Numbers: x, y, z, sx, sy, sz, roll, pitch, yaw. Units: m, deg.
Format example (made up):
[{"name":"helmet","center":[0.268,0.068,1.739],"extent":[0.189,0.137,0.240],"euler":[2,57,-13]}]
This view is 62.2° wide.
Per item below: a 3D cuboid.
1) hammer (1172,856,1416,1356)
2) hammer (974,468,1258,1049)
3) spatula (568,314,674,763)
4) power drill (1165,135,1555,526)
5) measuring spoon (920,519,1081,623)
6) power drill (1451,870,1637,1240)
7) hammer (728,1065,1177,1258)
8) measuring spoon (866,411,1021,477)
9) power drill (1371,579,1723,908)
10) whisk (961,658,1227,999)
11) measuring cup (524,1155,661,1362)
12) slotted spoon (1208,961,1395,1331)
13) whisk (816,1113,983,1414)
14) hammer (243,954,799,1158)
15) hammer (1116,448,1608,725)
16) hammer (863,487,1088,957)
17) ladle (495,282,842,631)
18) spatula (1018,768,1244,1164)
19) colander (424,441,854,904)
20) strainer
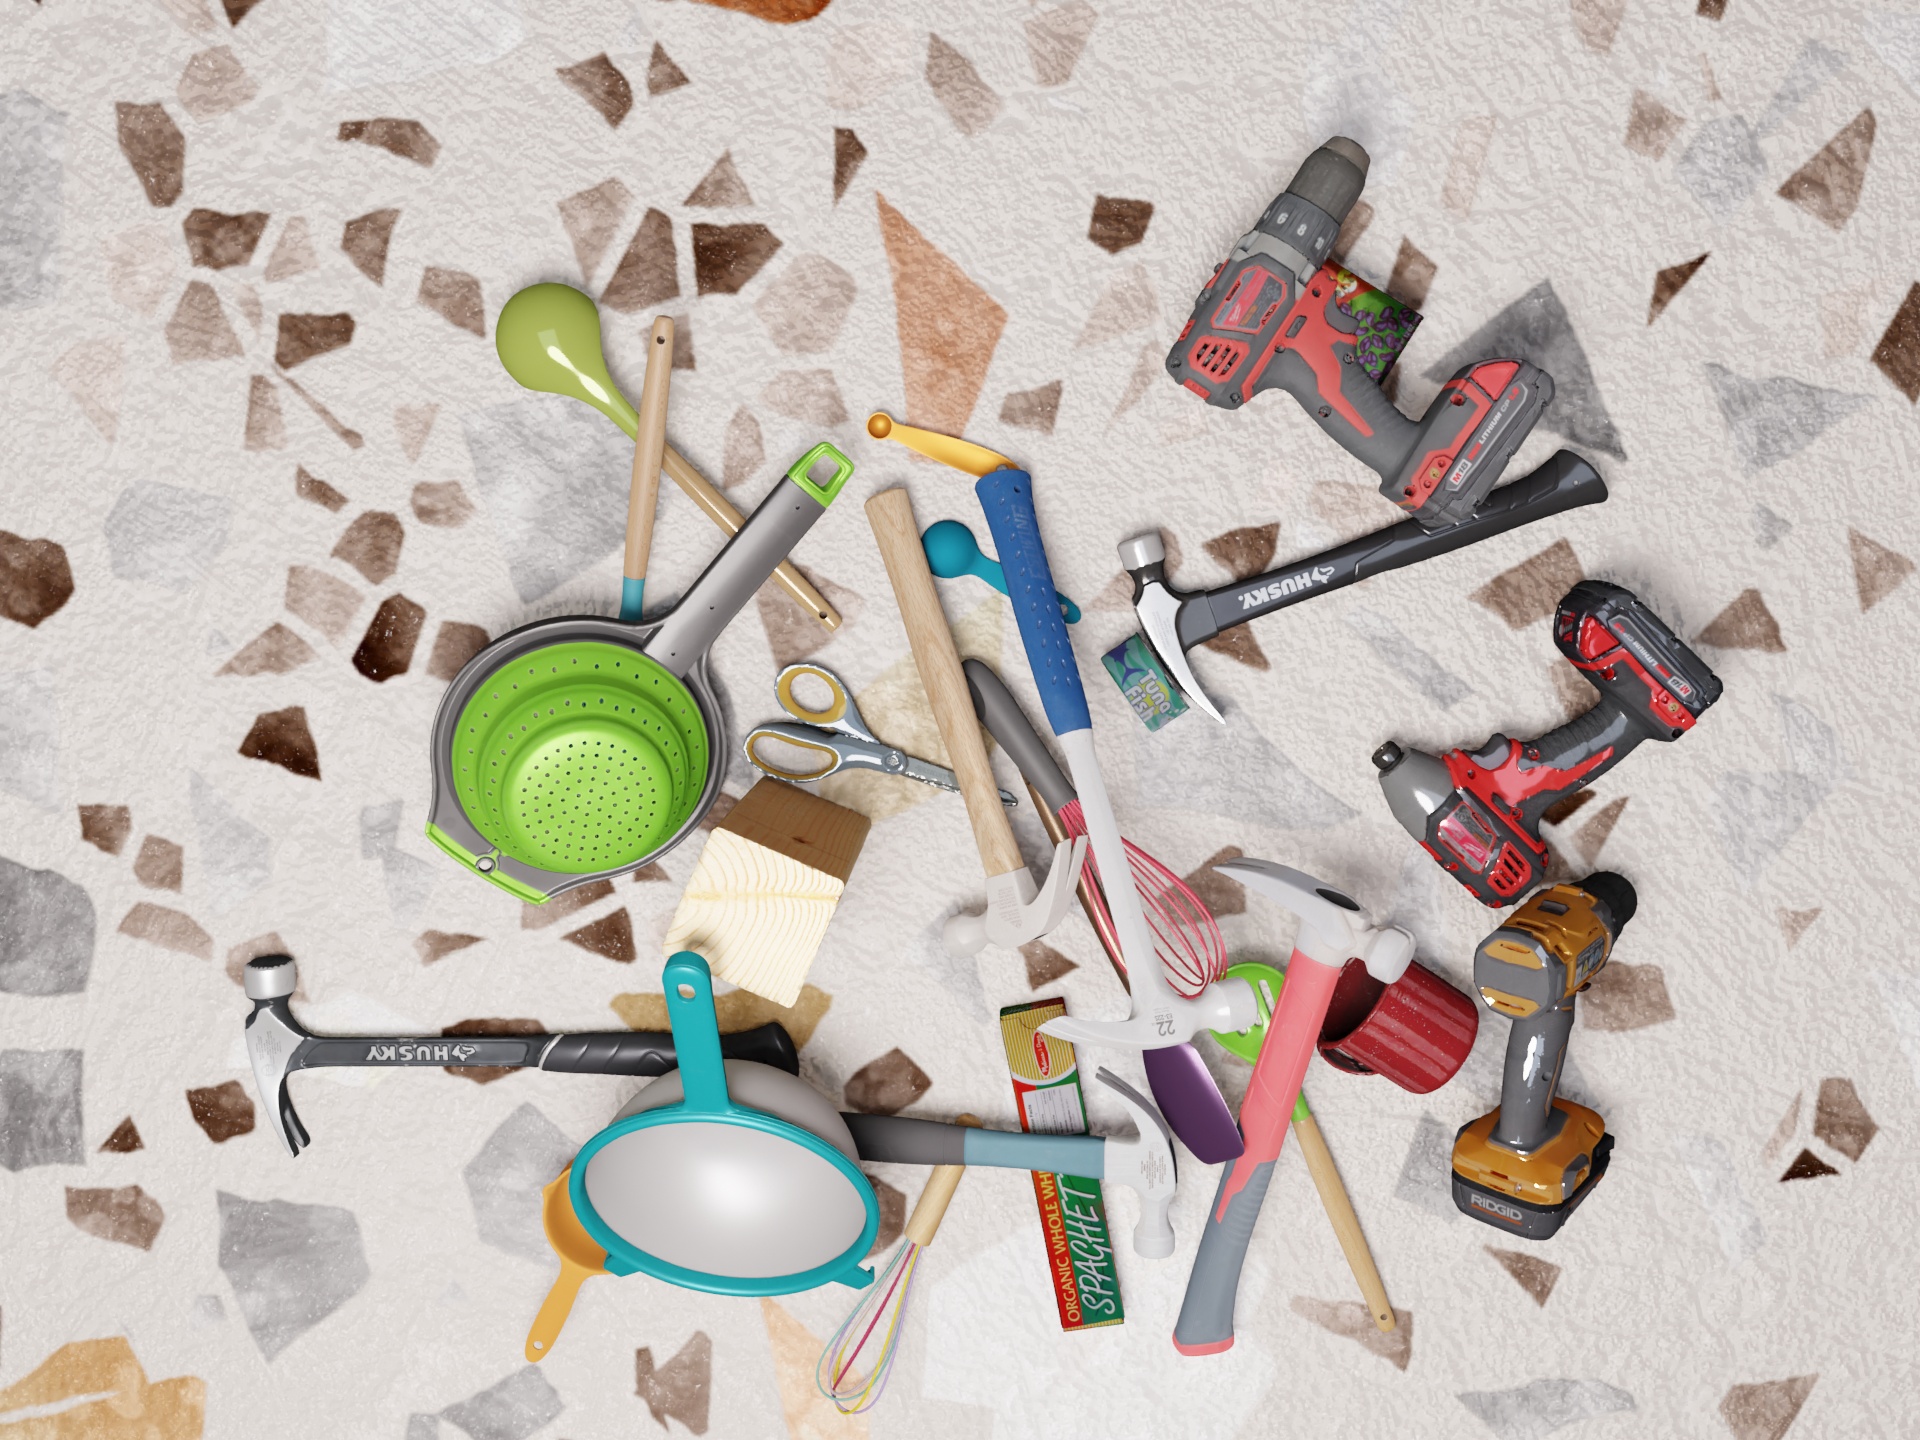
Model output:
[{"name":"hammer","center":[0.200,0.287,1.134],"extent":[0.143,0.038,0.386],"euler":[27,116,33]},{"name":"hammer","center":[0.074,0.019,1.058],"extent":[0.144,0.035,0.406],"euler":[-8,72,-23]},{"name":"spatula","center":[-0.223,-0.120,1.104],"extent":[0.082,0.044,0.317],"euler":[9,114,-7]},{"name":"power drill","center":[0.272,-0.252,1.044],"extent":[0.226,0.080,0.188],"euler":[33,97,0]},{"name":"measuring spoon","center":[0.029,-0.102,1.133],"extent":[0.128,0.021,0.042],"euler":[28,97,-1]},{"name":"power drill","center":[0.415,0.221,1.111],"extent":[0.084,0.185,0.226],"euler":[13,112,39]},{"name":"hammer","center":[-0.009,0.309,1.153],"extent":[0.331,0.033,0.128],"euler":[2,93,11]},{"name":"measuring spoon","center":[-0.011,-0.193,1.131],"extent":[0.117,0.011,0.021],"euler":[19,98,-4]},{"name":"power drill","center":[0.402,0.012,1.114],"extent":[0.143,0.078,0.219],"euler":[43,99,-3]},{"name":"whisk","center":[0.085,0.076,1.112],"extent":[0.073,0.073,0.296],"euler":[-37,78,5]},{"name":"measuring cup","center":[-0.280,0.396,1.189],"extent":[0.095,0.052,0.173],"euler":[27,99,-2]},{"name":"slotted spoon","center":[0.259,0.316,1.178],"extent":[0.070,0.031,0.313],"euler":[-23,98,6]},{"name":"whisk","center":[-0.044,0.406,1.192],"extent":[0.051,0.047,0.245],"euler":[25,93,0]},{"name":"hammer","center":[-0.324,0.251,1.181],"extent":[0.409,0.036,0.149],"euler":[1,98,1]},{"name":"hammer","center":[0.290,-0.110,1.120],"extent":[0.335,0.035,0.146],"euler":[-19,95,3]},{"name":"hammer","center":[-0.002,-0.004,1.111],"extent":[0.130,0.031,0.331],"euler":[-21,85,40]},{"name":"ladle","center":[-0.200,-0.181,1.127],"extent":[0.078,0.062,0.320],"euler":[-44,101,7]},{"name":"spatula","center":[0.115,0.172,1.139],"extent":[0.060,0.018,0.316],"euler":[-31,83,44]},{"name":"colander","center":[-0.203,-0.024,1.080],"extent":[0.204,0.095,0.397],"euler":[38,96,-26]},{"name":"strainer","center":[-0.158,0.252,1.064],"extent":[0.211,0.095,0.340],"euler":[2,128,4]}]
